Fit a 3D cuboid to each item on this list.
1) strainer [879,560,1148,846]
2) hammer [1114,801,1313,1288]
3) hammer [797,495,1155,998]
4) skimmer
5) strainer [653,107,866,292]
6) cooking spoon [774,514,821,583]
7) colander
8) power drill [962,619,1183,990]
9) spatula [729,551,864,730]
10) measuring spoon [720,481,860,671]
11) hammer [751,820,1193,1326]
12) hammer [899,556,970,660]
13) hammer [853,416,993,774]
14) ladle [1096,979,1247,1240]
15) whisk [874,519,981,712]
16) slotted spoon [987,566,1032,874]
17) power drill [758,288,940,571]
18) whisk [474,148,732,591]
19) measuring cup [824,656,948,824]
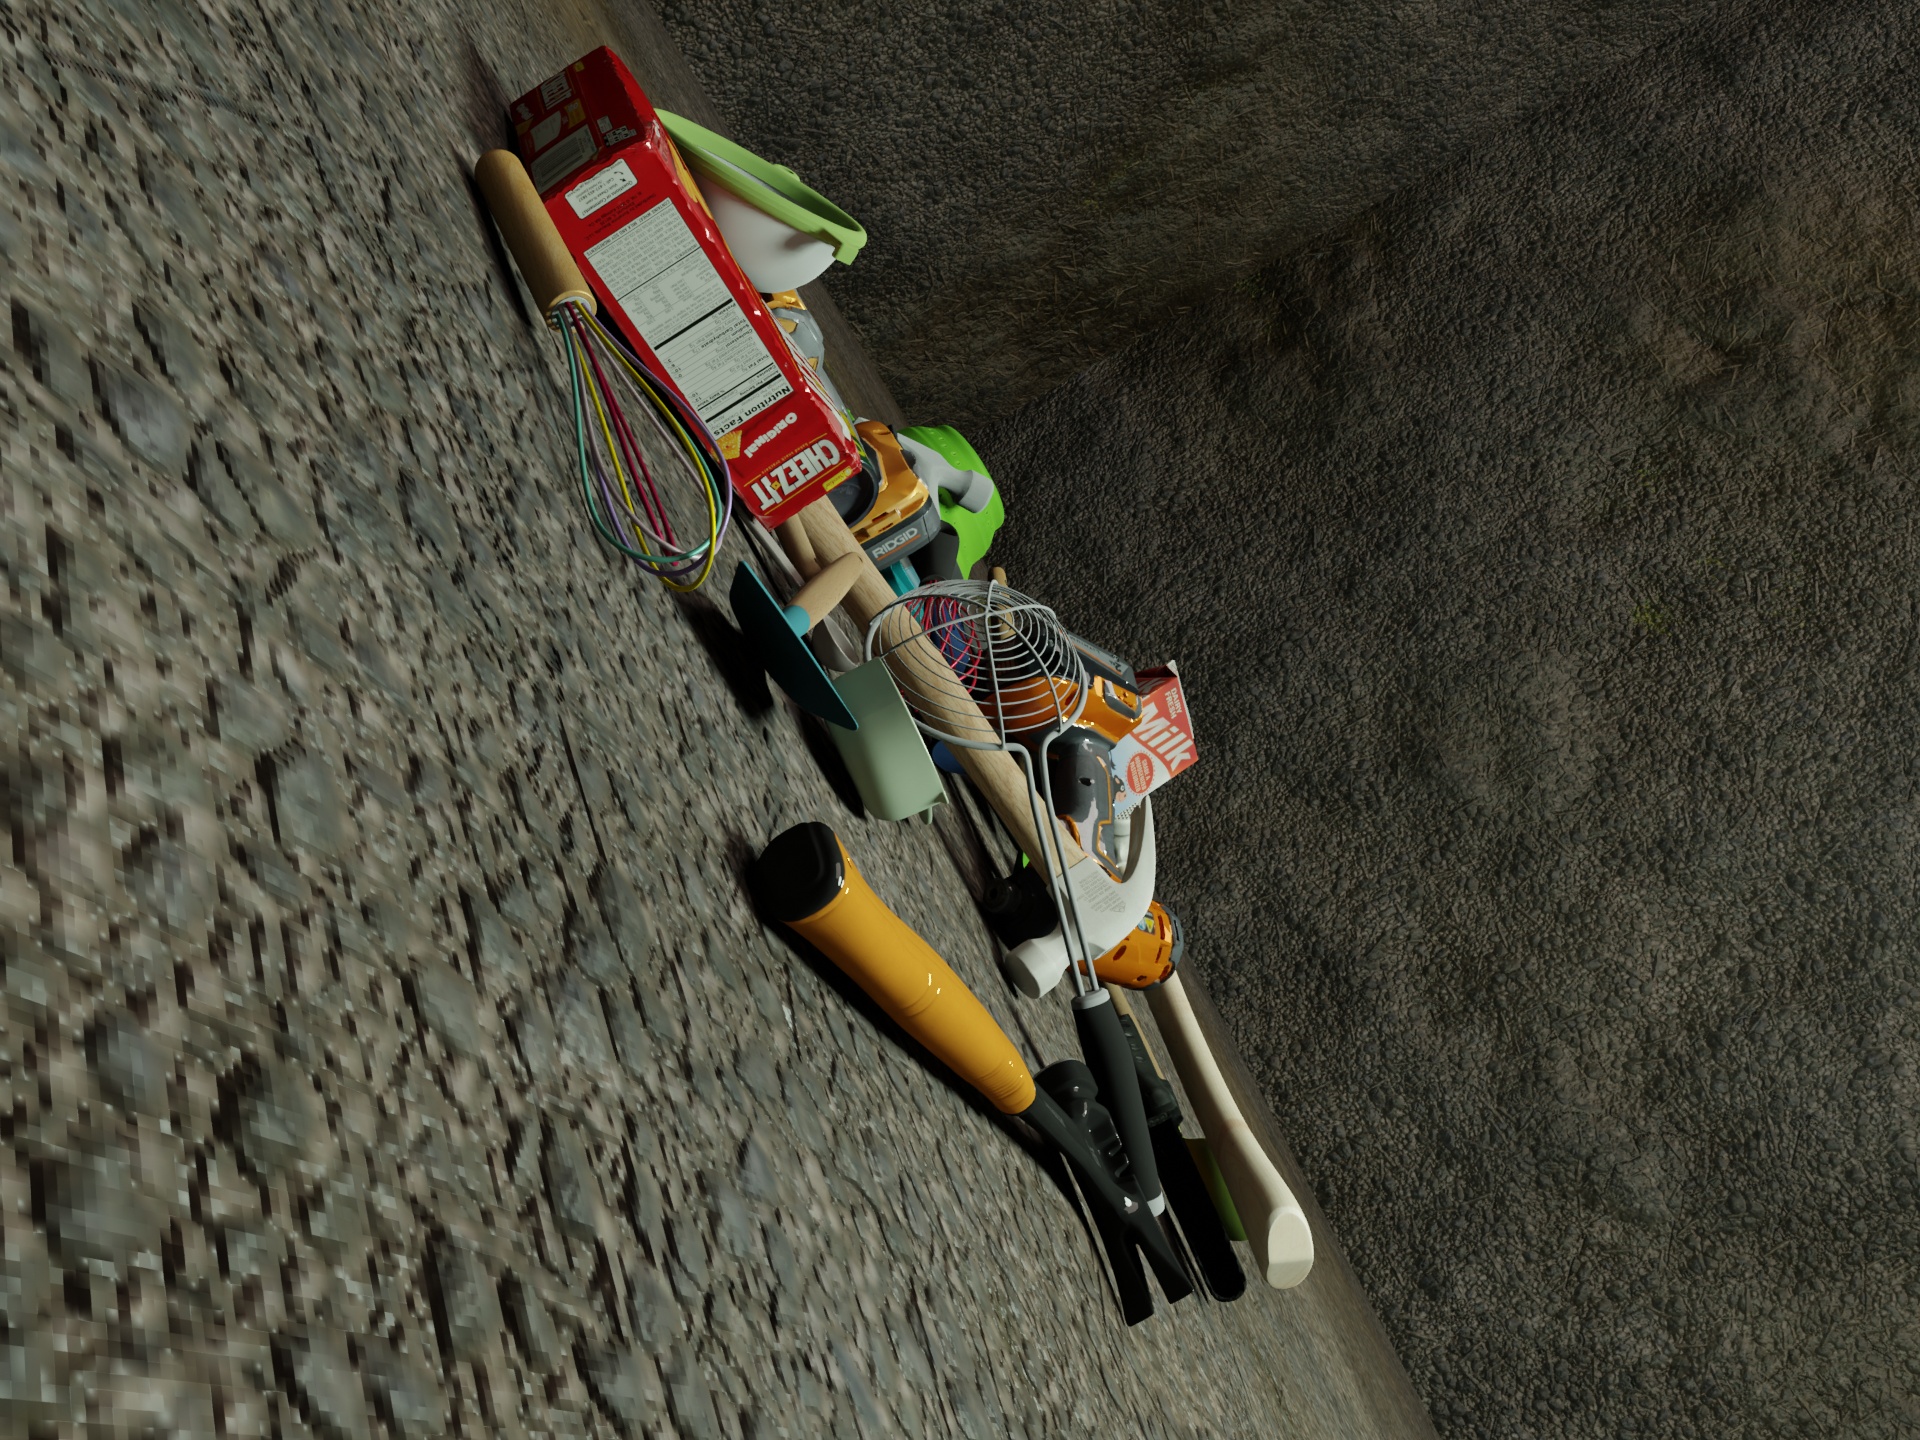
[{"bbox_3d":[0.063,-0.018,1.323,0.340,0.095,0.211,53,25,-21],"label":"strainer"},{"bbox_3d":[0.154,0.226,1.114,0.411,0.038,0.146,-110,-160,-56],"label":"hammer"},{"bbox_3d":[-0.002,-0.003,0.957,0.331,0.130,0.031,54,-25,11],"label":"hammer"},{"bbox_3d":[0.042,0.095,0.886,0.090,0.127,0.363,-12,-87,61],"label":"skimmer"},{"bbox_3d":[-0.138,-0.325,1.024,0.151,0.069,0.256,28,17,-10],"label":"strainer"},{"bbox_3d":[-0.139,-0.191,1.002,0.068,0.017,0.319,53,9,-52],"label":"cooking spoon"},{"bbox_3d":[0.016,-0.140,1.511,0.397,0.094,0.204,59,-8,-13],"label":"colander"},{"bbox_3d":[0.064,0.054,1.036,0.164,0.084,0.227,23,51,-45],"label":"power drill"},{"bbox_3d":[-0.067,-0.059,0.787,0.082,0.044,0.317,55,12,-10],"label":"spatula"},{"bbox_3d":[-0.097,-0.075,0.863,0.124,0.018,0.034,54,9,-2],"label":"measuring spoon"},{"bbox_3d":[0.011,0.140,0.638,0.336,0.034,0.127,54,8,-49],"label":"hammer"},{"bbox_3d":[-0.058,-0.146,1.426,0.331,0.033,0.128,60,5,-4],"label":"hammer"},{"bbox_3d":[-0.022,-0.107,1.237,0.144,0.035,0.406,25,33,-24],"label":"hammer"},{"bbox_3d":[0.154,0.262,1.200,0.320,0.062,0.078,-115,-168,-57],"label":"ladle"},{"bbox_3d":[-0.020,-0.085,1.114,0.073,0.073,0.296,59,15,-23],"label":"whisk"},{"bbox_3d":[0.041,0.022,1.134,0.070,0.031,0.314,53,26,-56],"label":"slotted spoon"},{"bbox_3d":[-0.109,-0.234,1.126,0.226,0.084,0.186,57,4,-42],"label":"power drill"},{"bbox_3d":[-0.149,-0.144,0.628,0.245,0.051,0.047,60,-17,28],"label":"whisk"},{"bbox_3d":[-0.037,0.028,0.796,0.167,0.038,0.083,84,-20,-68],"label":"measuring cup"}]
